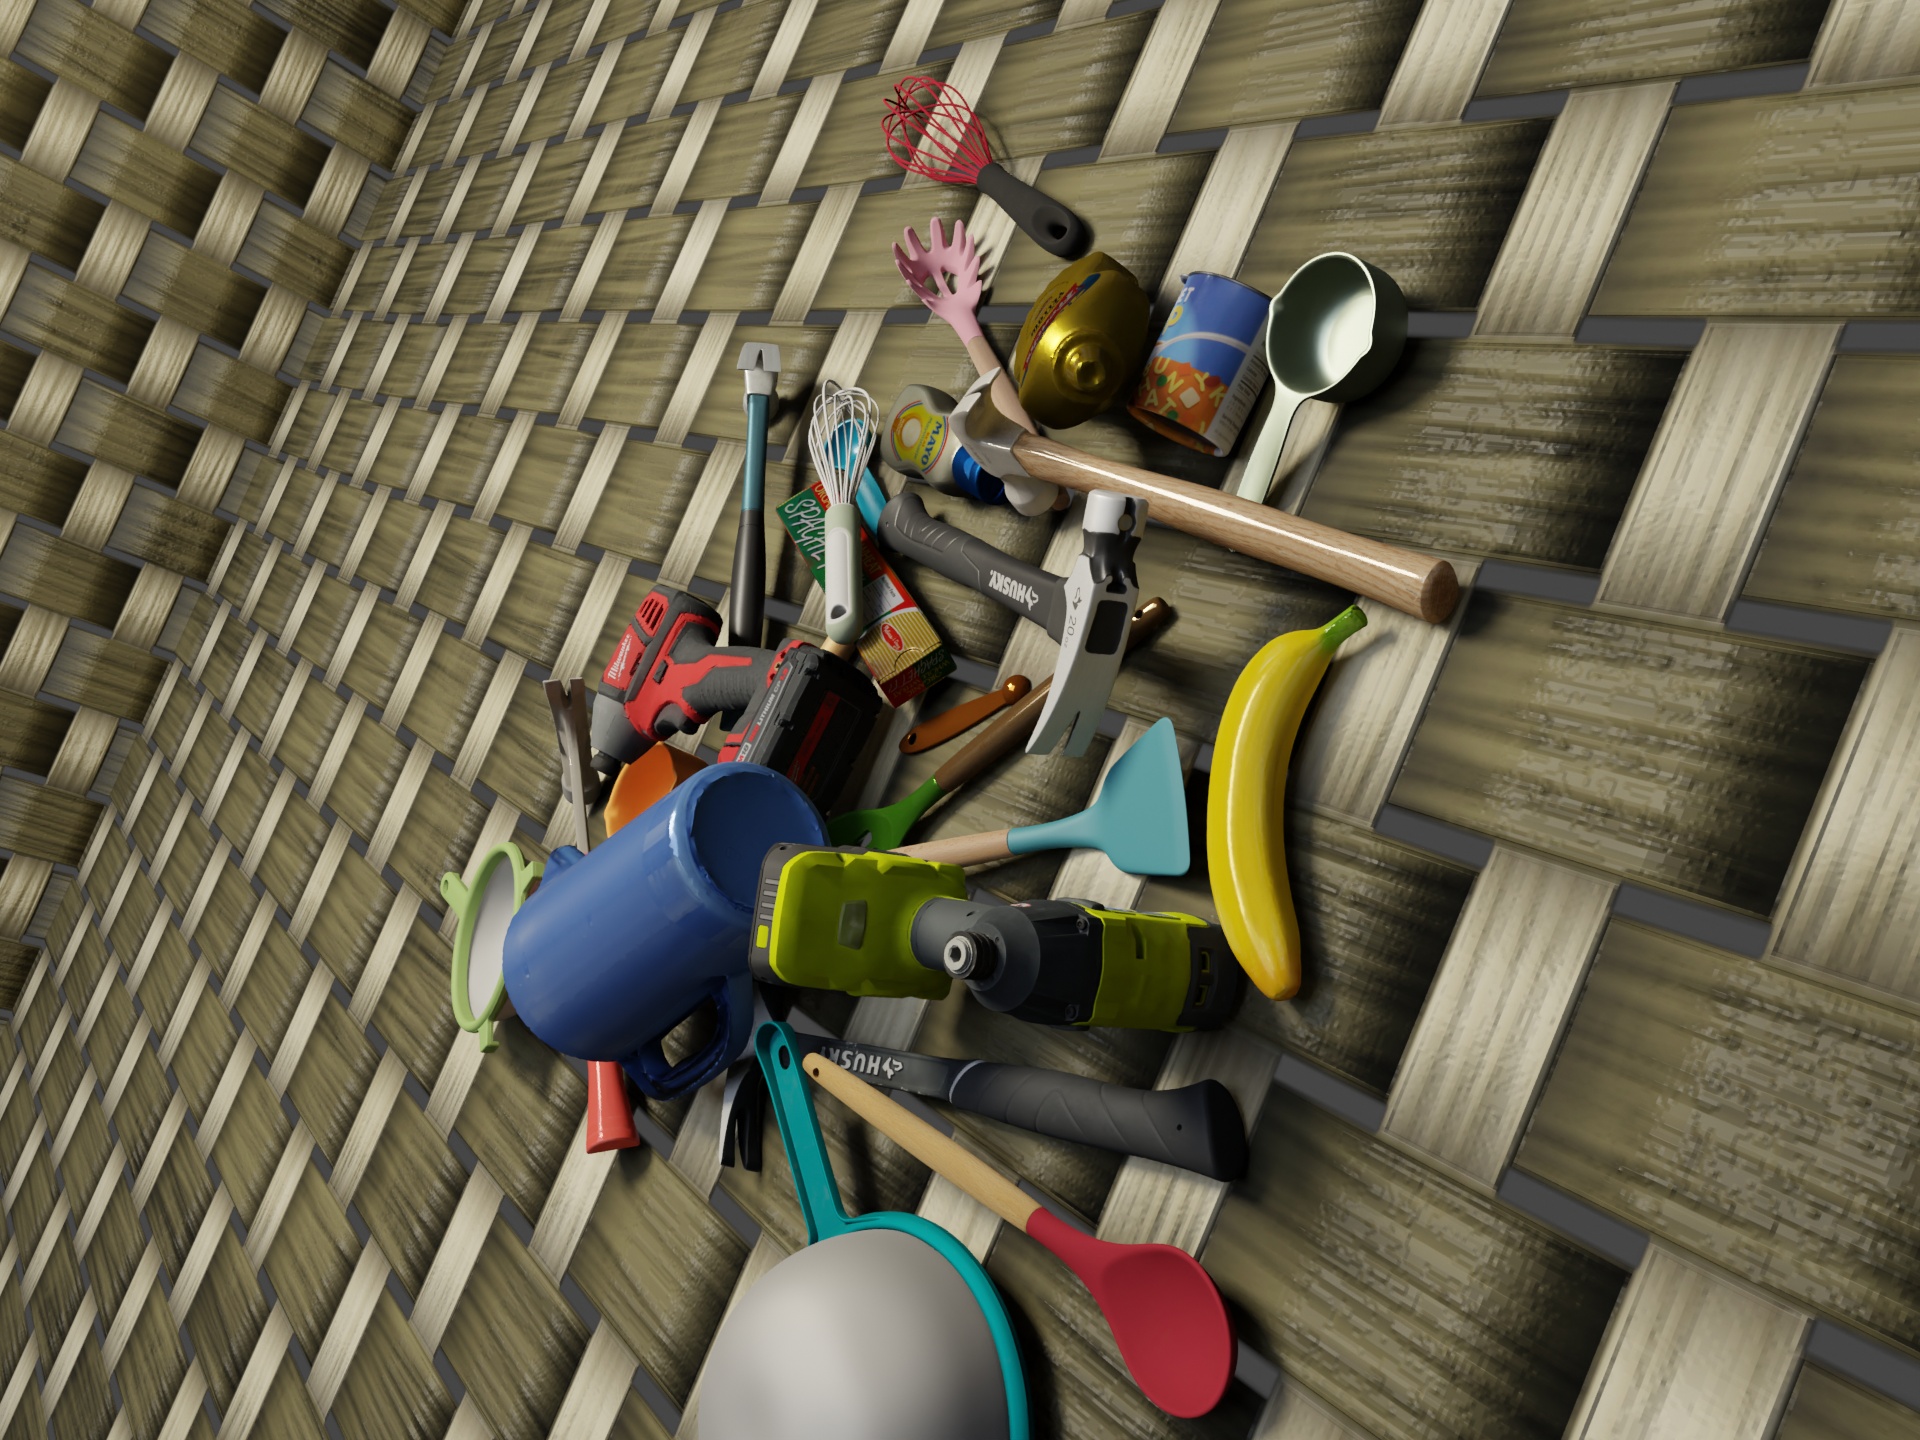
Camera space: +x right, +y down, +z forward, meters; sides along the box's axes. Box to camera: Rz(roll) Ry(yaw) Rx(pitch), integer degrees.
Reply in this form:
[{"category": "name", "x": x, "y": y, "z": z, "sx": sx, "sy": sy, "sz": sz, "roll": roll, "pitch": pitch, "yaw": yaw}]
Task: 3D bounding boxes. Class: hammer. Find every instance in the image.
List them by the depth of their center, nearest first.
[{"category": "hammer", "x": 0.115, "y": -0.118, "z": 0.854, "sx": 0.332, "sy": 0.129, "sz": 0.031, "roll": 27, "pitch": 81, "yaw": 41}, {"category": "hammer", "x": -0.010, "y": 0.204, "z": 0.883, "sx": 0.409, "sy": 0.036, "sz": 0.149, "roll": -3, "pitch": 69, "yaw": 49}, {"category": "hammer", "x": 0.014, "y": -0.087, "z": 0.969, "sx": 0.335, "sy": 0.035, "sz": 0.146, "roll": -144, "pitch": 62, "yaw": -63}, {"category": "hammer", "x": -0.276, "y": 0.145, "z": 1.186, "sx": 0.149, "sy": 0.036, "sz": 0.359, "roll": 99, "pitch": 161, "yaw": -53}, {"category": "hammer", "x": -0.161, "y": -0.144, "z": 1.227, "sx": 0.128, "sy": 0.033, "sz": 0.331, "roll": 109, "pitch": 162, "yaw": -68}]

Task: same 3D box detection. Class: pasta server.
[{"category": "pasta server", "x": 0.018, "y": -0.251, "z": 1.100, "sx": 0.060, "sy": 0.040, "sz": 0.317, "roll": -19, "pitch": 48, "yaw": -3}]

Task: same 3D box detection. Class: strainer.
[{"category": "strainer", "x": -0.087, "y": 0.307, "z": 0.835, "sx": 0.211, "sy": 0.095, "sz": 0.341, "roll": -43, "pitch": 50, "yaw": 29}, {"category": "strainer", "x": -0.374, "y": 0.168, "z": 1.313, "sx": 0.256, "sy": 0.069, "sz": 0.151, "roll": 17, "pitch": 92, "yaw": 60}]

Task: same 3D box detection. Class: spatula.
[{"category": "spatula", "x": 0.004, "y": 0.071, "z": 0.914, "sx": 0.317, "sy": 0.044, "sz": 0.082, "roll": -15, "pitch": 74, "yaw": 37}]

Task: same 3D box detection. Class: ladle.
[{"category": "ladle", "x": 0.019, "y": 0.240, "z": 0.798, "sx": 0.316, "sy": 0.031, "sz": 0.069, "roll": 23, "pitch": 99, "yaw": 43}]

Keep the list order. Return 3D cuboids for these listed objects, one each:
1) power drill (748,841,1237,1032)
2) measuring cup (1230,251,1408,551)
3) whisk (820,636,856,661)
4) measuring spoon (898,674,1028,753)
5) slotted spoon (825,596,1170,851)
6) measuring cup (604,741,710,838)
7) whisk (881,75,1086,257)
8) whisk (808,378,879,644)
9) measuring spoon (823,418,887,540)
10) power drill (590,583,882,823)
[{"category": "power drill", "x": 0.001, "y": 0.110, "z": 0.794, "sx": 0.223, "sy": 0.171, "sz": 0.080, "roll": 2, "pitch": 82, "yaw": 46}, {"category": "measuring cup", "x": 0.189, "y": -0.167, "z": 0.862, "sx": 0.083, "sy": 0.038, "sz": 0.167, "roll": 45, "pitch": 122, "yaw": 49}, {"category": "whisk", "x": -0.138, "y": 0.031, "z": 1.124, "sx": 0.051, "sy": 0.047, "sz": 0.245, "roll": 35, "pitch": 94, "yaw": 36}, {"category": "measuring spoon", "x": -0.002, "y": -0.003, "z": 1.006, "sx": 0.117, "sy": 0.011, "sz": 0.021, "roll": -26, "pitch": 52, "yaw": 39}, {"category": "slotted spoon", "x": 0.008, "y": 0.025, "z": 0.968, "sx": 0.313, "sy": 0.031, "sz": 0.070, "roll": -40, "pitch": 49, "yaw": 26}, {"category": "measuring cup", "x": -0.221, "y": 0.102, "z": 1.177, "sx": 0.095, "sy": 0.052, "sz": 0.174, "roll": -24, "pitch": 55, "yaw": 40}, {"category": "whisk", "x": 0.014, "y": -0.411, "z": 1.182, "sx": 0.073, "sy": 0.073, "sz": 0.296, "roll": -52, "pitch": 45, "yaw": 16}, {"category": "whisk", "x": -0.082, "y": -0.148, "z": 1.103, "sx": 0.058, "sy": 0.059, "sz": 0.247, "roll": -18, "pitch": 49, "yaw": 17}, {"category": "measuring spoon", "x": -0.067, "y": -0.172, "z": 1.179, "sx": 0.042, "sy": 0.021, "sz": 0.129, "roll": -35, "pitch": 54, "yaw": 16}, {"category": "power drill", "x": -0.170, "y": -0.006, "z": 1.094, "sx": 0.220, "sy": 0.078, "sz": 0.143, "roll": 20, "pitch": 80, "yaw": 41}]
